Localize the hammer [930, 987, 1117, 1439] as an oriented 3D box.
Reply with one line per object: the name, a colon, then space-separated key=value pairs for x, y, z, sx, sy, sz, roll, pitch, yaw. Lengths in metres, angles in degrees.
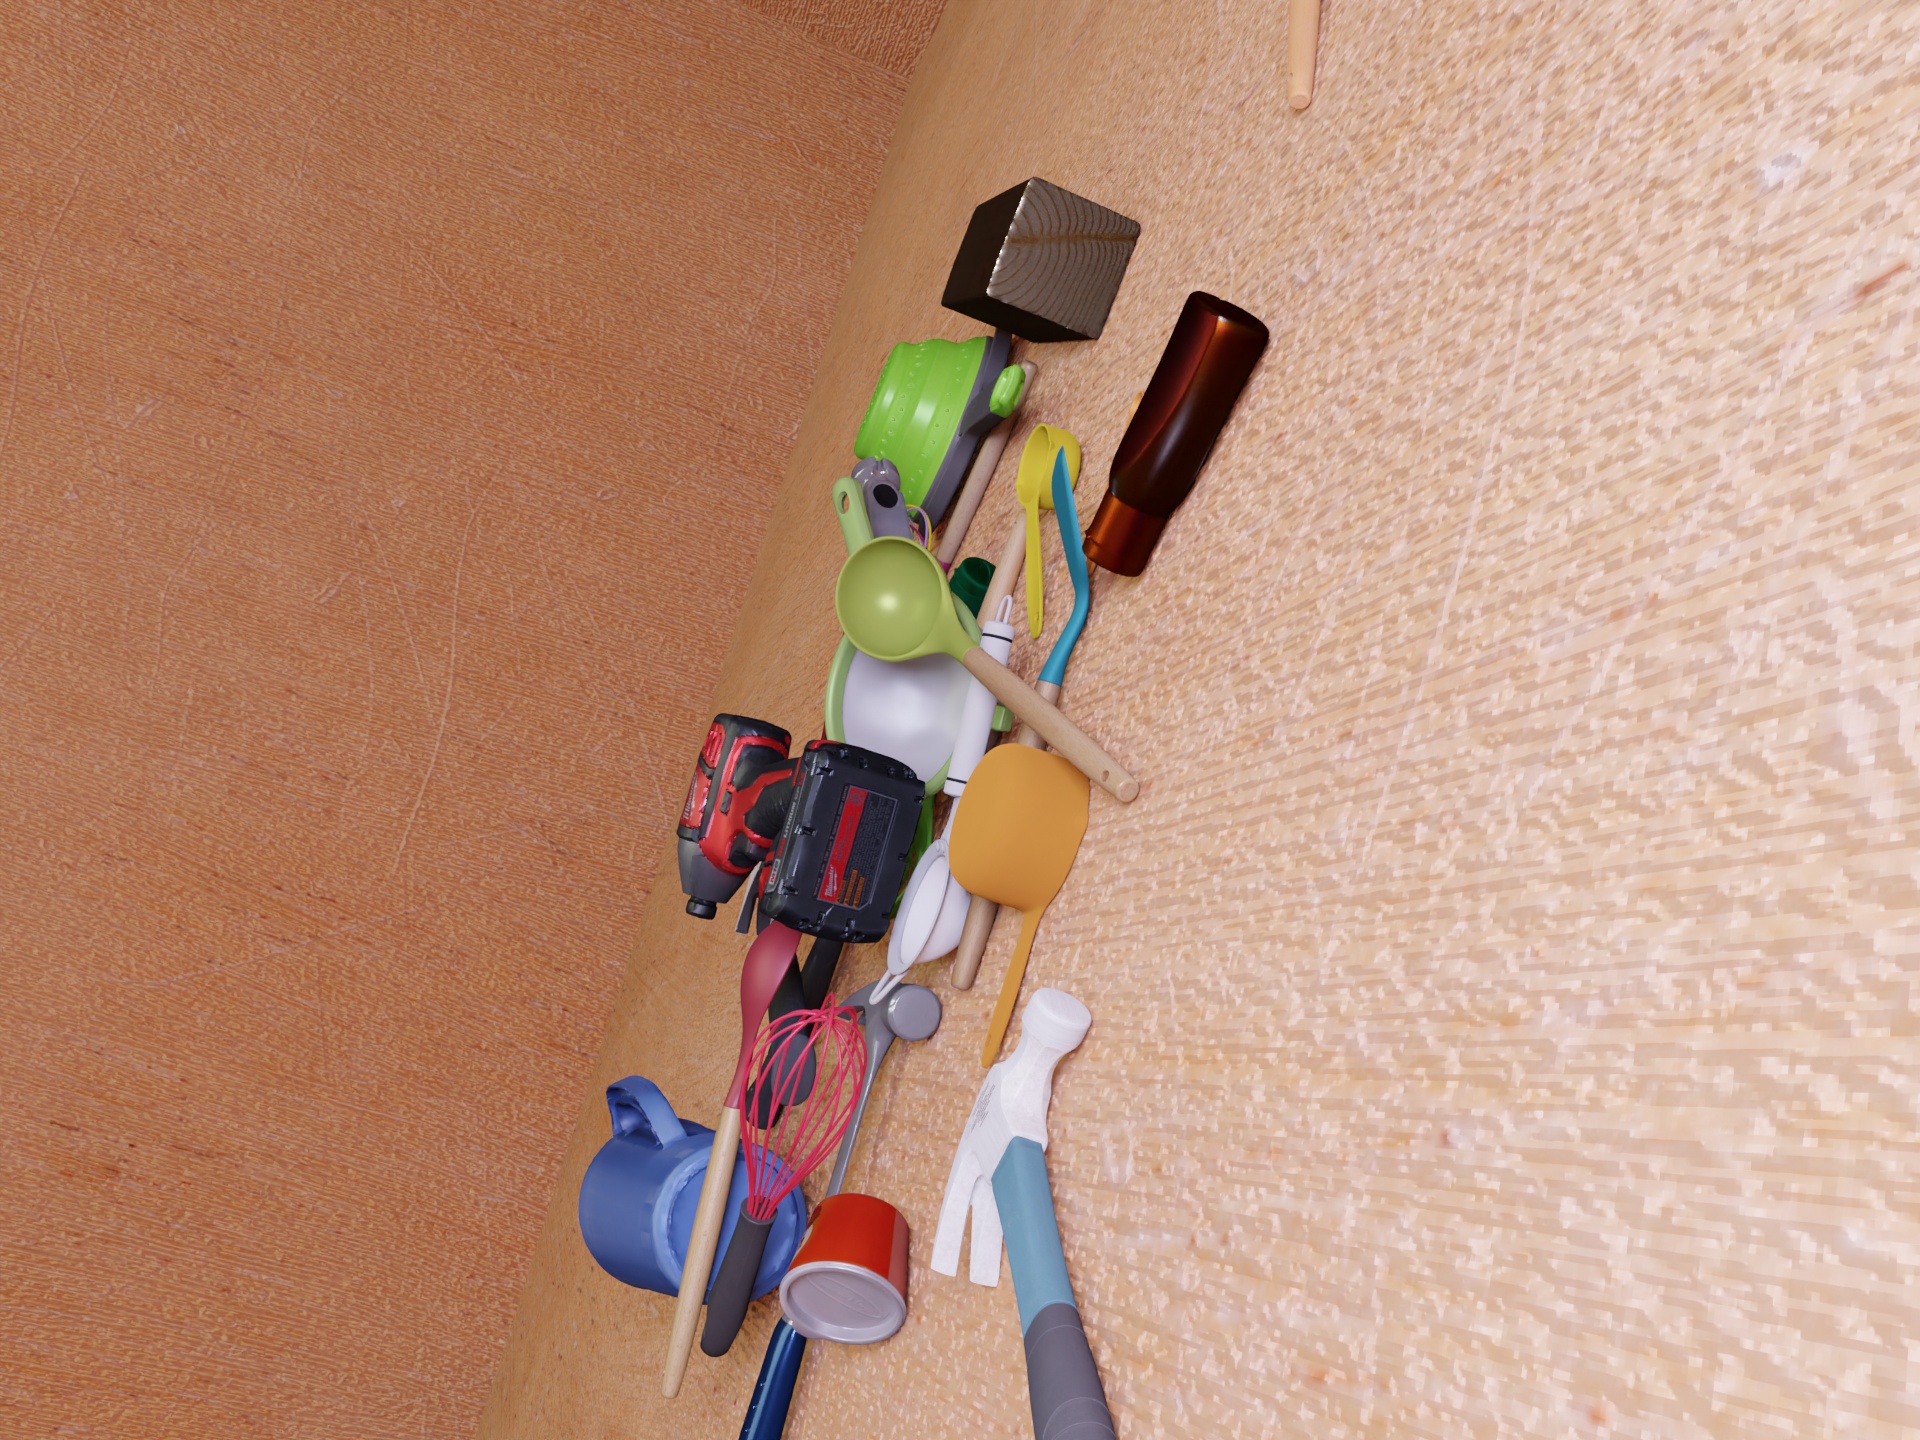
hammer: x=0.037 y=0.243 z=0.611 sx=0.331 sy=0.033 sz=0.128 roll=-104 pitch=37 yaw=-66

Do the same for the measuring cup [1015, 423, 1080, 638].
measuring cup: x=0.060 y=-0.125 z=1.062 sx=0.062 sy=0.029 sz=0.157 roll=136 pitch=139 yaw=-61

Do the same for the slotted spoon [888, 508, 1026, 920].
slotted spoon: x=-0.002 y=-0.004 z=1.114 sx=0.070 sy=0.031 sz=0.314 roll=-2 pitch=67 yaw=67

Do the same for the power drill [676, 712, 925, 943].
power drill: x=-0.120 y=0.073 z=1.036 sx=0.220 sy=0.078 sz=0.143 roll=8 pitch=80 yaw=58

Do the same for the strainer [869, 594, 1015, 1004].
strainer: x=0.000 y=0.049 z=0.958 sx=0.087 sy=0.050 sz=0.258 roll=-177 pitch=102 yaw=-75

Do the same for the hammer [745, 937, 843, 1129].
hammer: x=-0.099 y=0.171 z=1.236 sx=0.146 sy=0.035 sz=0.334 roll=-114 pitch=45 yaw=-71

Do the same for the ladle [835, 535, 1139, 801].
ladle: x=0.008 y=-0.029 z=0.896 sx=0.078 sy=0.062 sz=0.320 roll=-65 pitch=31 yaw=12

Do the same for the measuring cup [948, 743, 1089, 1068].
measuring cup: x=0.017 y=0.094 z=0.849 sx=0.095 sy=0.052 sz=0.174 roll=145 pitch=144 yaw=-67

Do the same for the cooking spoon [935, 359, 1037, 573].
cooking spoon: x=-0.005 y=-0.160 z=1.352 sx=0.069 sy=0.017 sz=0.318 roll=-100 pitch=32 yaw=-60

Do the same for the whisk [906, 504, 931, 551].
whisk: x=-0.058 y=-0.067 z=1.339 sx=0.051 sy=0.047 sz=0.245 roll=110 pitch=166 yaw=-75

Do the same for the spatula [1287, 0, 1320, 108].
spatula: x=0.215 y=-0.482 z=0.939 sx=0.081 sy=0.041 sz=0.323 roll=136 pitch=147 yaw=-61

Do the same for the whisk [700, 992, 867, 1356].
whisk: x=-0.118 y=0.284 z=0.965 sx=0.073 sy=0.073 sz=0.295 roll=-96 pitch=23 yaw=-61

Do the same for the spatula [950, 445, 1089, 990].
spatula: x=0.034 y=0.000 z=0.933 sx=0.082 sy=0.044 sz=0.317 roll=105 pitch=-179 yaw=-84

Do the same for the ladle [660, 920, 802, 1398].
ladle: x=-0.153 y=0.279 z=1.039 sx=0.069 sy=0.031 sz=0.315 roll=163 pitch=121 yaw=-71

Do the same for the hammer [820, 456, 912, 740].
hammer: x=-0.093 y=-0.016 z=1.308 sx=0.143 sy=0.038 sz=0.386 roll=-101 pitch=20 yaw=-47

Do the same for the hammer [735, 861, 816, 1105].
hammer: x=-0.142 y=0.175 z=1.228 sx=0.409 sy=0.036 sz=0.149 roll=-116 pitch=37 yaw=-69

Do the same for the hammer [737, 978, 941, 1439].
hammer: x=-0.099 y=0.357 z=0.977 sx=0.144 sy=0.035 sz=0.406 roll=159 pitch=129 yaw=-72

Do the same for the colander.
colander: x=-0.023 y=-0.267 z=1.341 sx=0.397 sy=0.094 sz=0.204 roll=-160 pitch=92 yaw=-81

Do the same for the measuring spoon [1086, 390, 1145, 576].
measuring spoon: x=0.096 y=-0.142 z=0.964 sx=0.021 sy=0.011 sz=0.117 roll=-153 pitch=79 yaw=-77

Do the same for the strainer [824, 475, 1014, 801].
strainer: x=-0.032 y=-0.058 z=1.084 sx=0.151 sy=0.069 sz=0.257 roll=-38 pitch=55 yaw=34
